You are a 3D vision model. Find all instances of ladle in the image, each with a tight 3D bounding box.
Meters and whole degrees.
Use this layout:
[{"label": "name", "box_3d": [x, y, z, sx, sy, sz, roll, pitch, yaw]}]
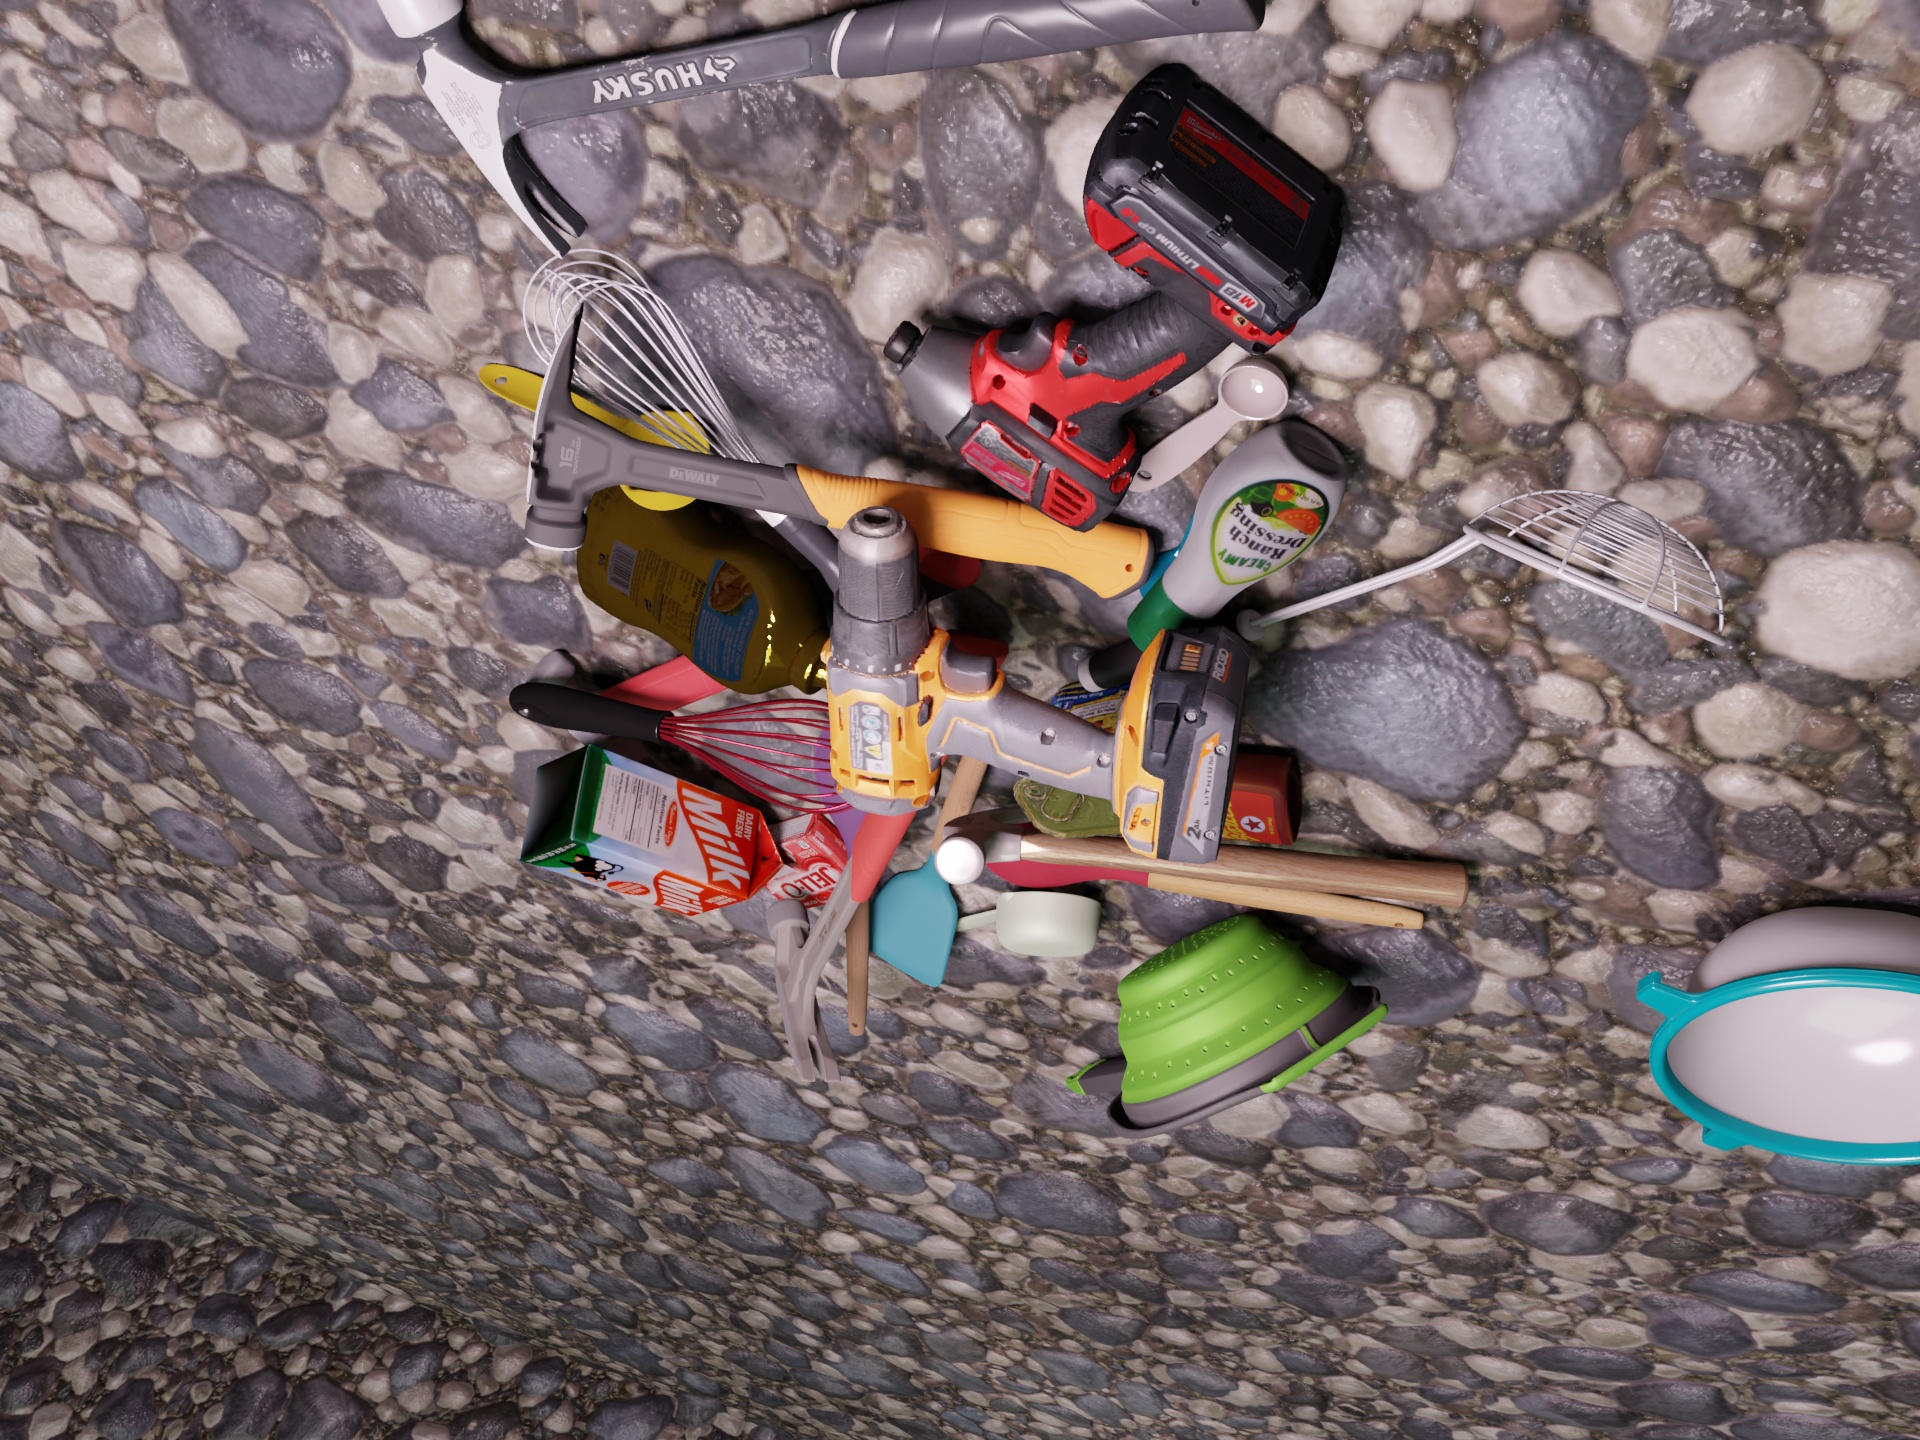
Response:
[{"label": "ladle", "box_3d": [0.156, 0.112, 1.096, 0.315, 0.031, 0.069, 8, 138, 15]}]

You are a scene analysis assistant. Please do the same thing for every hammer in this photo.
[{"label": "hammer", "box_3d": [-0.127, -0.036, 1.048, 0.386, 0.038, 0.143, -19, 128, 40]}, {"label": "hammer", "box_3d": [0.154, 0.090, 1.021, 0.331, 0.130, 0.031, 5, 99, 6]}, {"label": "hammer", "box_3d": [-0.056, -0.124, 0.847, 0.336, 0.034, 0.127, 10, 119, -10]}, {"label": "hammer", "box_3d": [-0.053, 0.084, 1.060, 0.036, 0.149, 0.359, 6, 133, -27]}, {"label": "hammer", "box_3d": [-0.068, -0.296, 0.715, 0.409, 0.036, 0.149, 2, 139, 24]}]

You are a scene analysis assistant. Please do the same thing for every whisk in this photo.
[{"label": "whisk", "box_3d": [-0.125, -0.142, 0.879, 0.284, 0.070, 0.070, 45, 137, -18]}, {"label": "whisk", "box_3d": [-0.179, 0.009, 1.053, 0.296, 0.073, 0.073, 10, 141, 23]}]

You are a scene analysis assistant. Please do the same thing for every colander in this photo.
[{"label": "colander", "box_3d": [0.149, 0.218, 1.168, 0.094, 0.204, 0.397, 61, 155, 5]}]

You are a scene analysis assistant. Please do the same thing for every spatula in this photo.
[{"label": "spatula", "box_3d": [-0.079, 0.123, 1.184, 0.060, 0.018, 0.315, 11, 128, 12]}, {"label": "spatula", "box_3d": [-0.013, 0.087, 1.127, 0.082, 0.044, 0.317, 31, 145, 9]}]

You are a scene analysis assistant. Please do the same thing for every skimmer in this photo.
[{"label": "skimmer", "box_3d": [0.207, -0.039, 0.839, 0.127, 0.090, 0.363, 8, 161, -44]}]

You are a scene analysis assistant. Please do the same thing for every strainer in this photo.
[{"label": "strainer", "box_3d": [0.571, 0.161, 0.898, 0.340, 0.095, 0.210, -11, 134, 32]}]

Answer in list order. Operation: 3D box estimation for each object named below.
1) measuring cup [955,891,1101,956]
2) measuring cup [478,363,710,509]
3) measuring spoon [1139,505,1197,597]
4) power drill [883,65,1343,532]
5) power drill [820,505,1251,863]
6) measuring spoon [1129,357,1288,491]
[{"label": "measuring cup", "box_3d": [0.036, 0.159, 1.184, 0.083, 0.038, 0.167, 16, 157, -33]}, {"label": "measuring cup", "box_3d": [-0.215, -0.170, 0.932, 0.156, 0.062, 0.029, 26, 158, 13]}, {"label": "measuring spoon", "box_3d": [0.130, -0.097, 0.862, 0.042, 0.021, 0.128, 23, 142, -1]}, {"label": "power drill", "box_3d": [0.061, -0.188, 0.750, 0.143, 0.079, 0.219, 33, 144, -13]}, {"label": "power drill", "box_3d": [0.035, -0.019, 0.843, 0.226, 0.084, 0.185, 10, 130, 12]}, {"label": "measuring spoon", "box_3d": [0.123, -0.150, 0.814, 0.034, 0.018, 0.124, 33, 148, -16]}]
